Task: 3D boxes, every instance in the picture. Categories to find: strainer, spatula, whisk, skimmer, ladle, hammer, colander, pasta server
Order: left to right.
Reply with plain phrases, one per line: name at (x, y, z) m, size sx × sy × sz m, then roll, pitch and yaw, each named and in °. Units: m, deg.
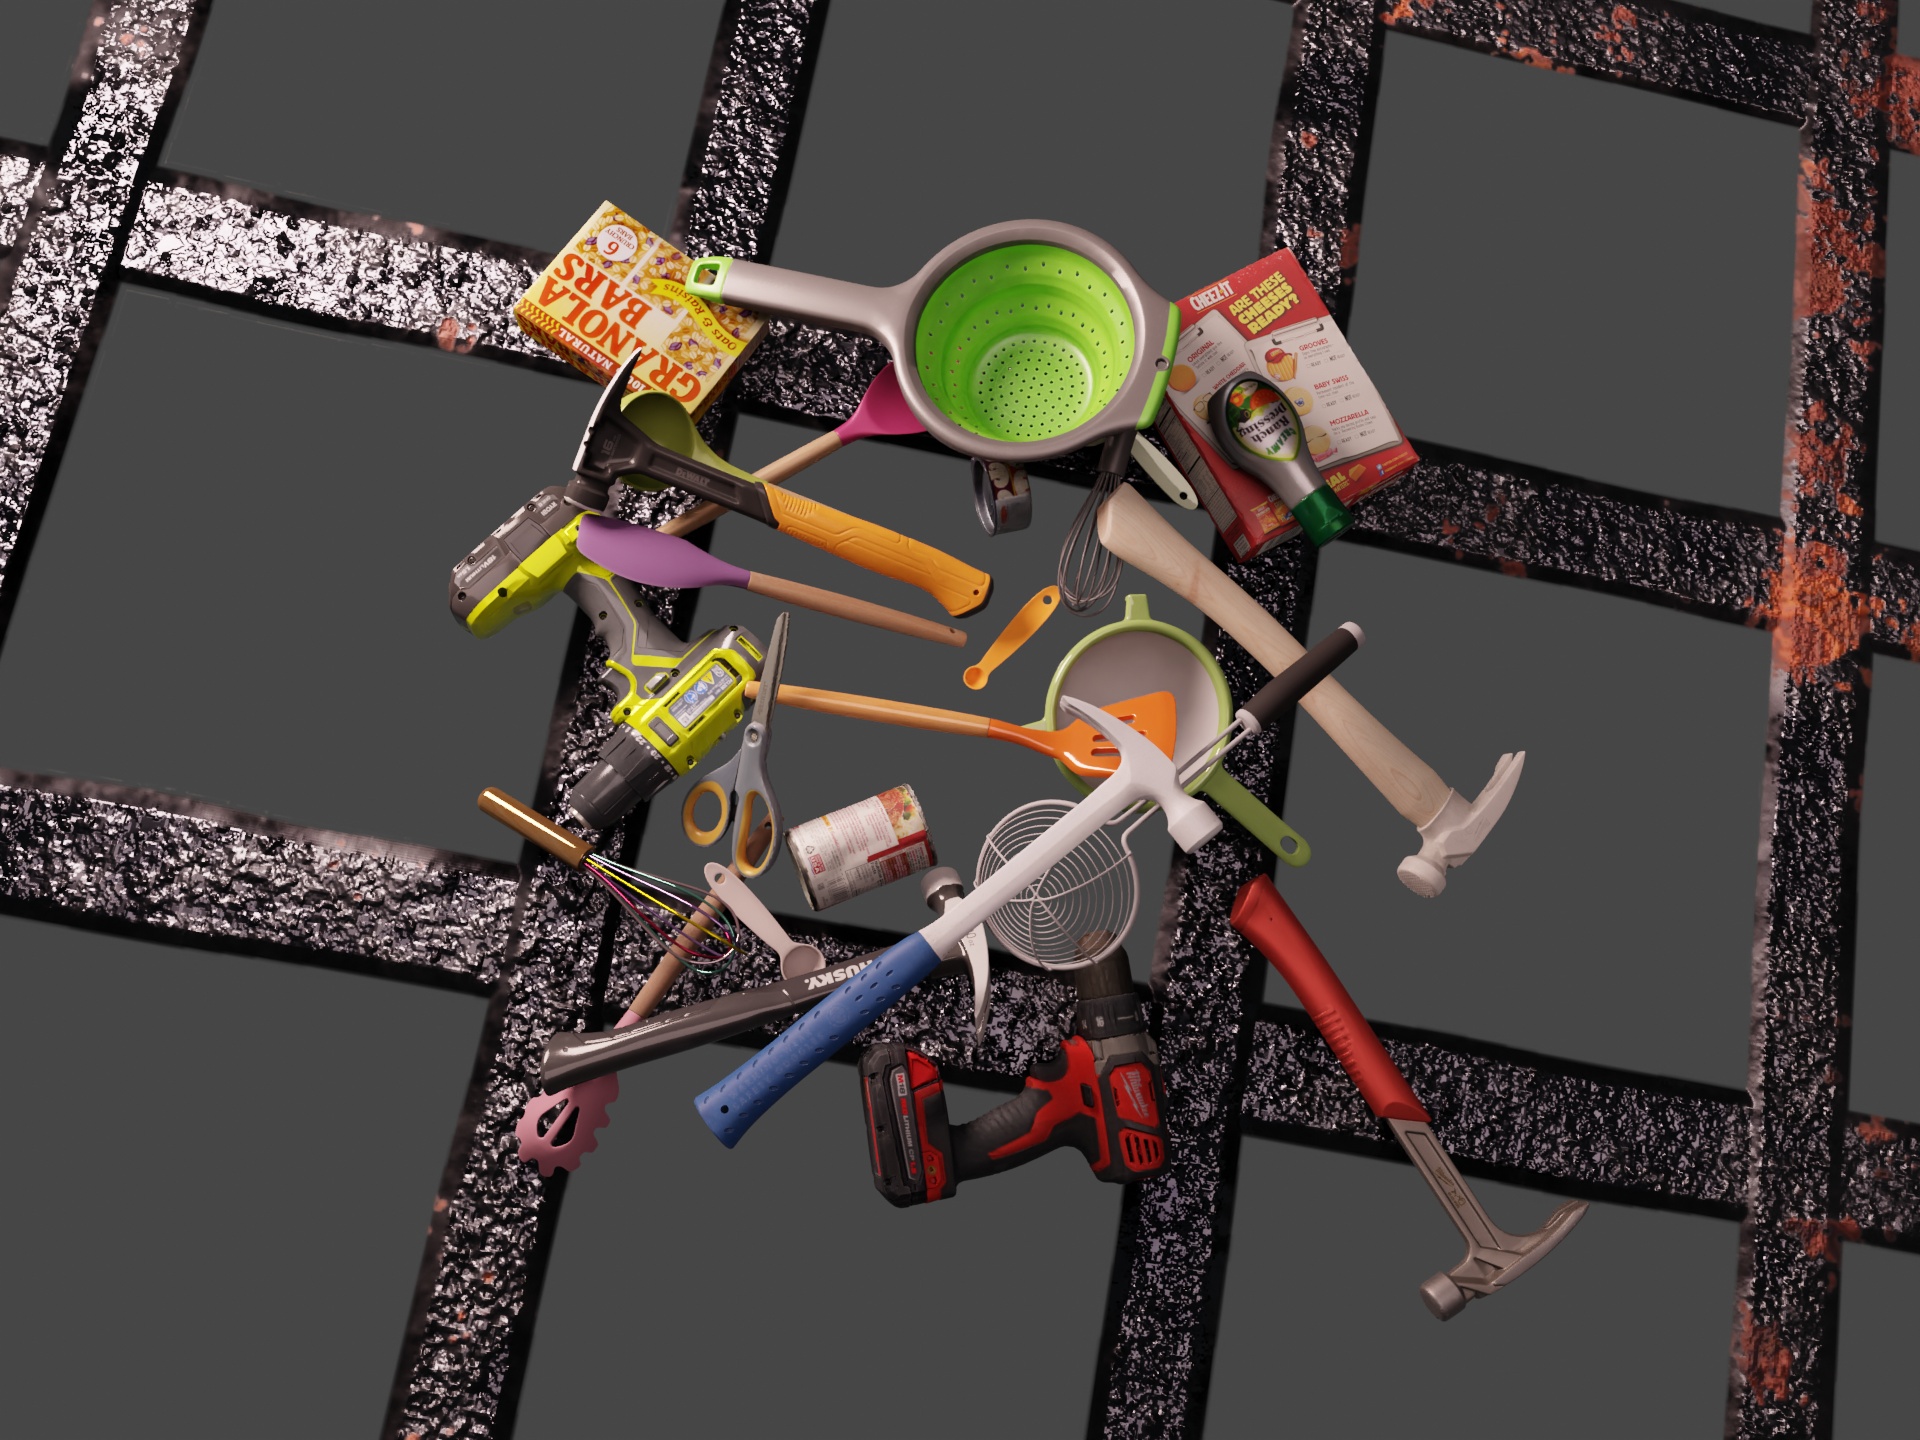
whisk at (-0.260, 0.116, 1.185) m, size 0.245 × 0.047 × 0.051 m, roll 28°, pitch 108°, yaw 15°
pasta server at (-0.228, 0.199, 1.199) m, size 0.060 × 0.040 × 0.316 m, roll 34°, pitch 72°, yaw 1°
hammer at (-0.137, 0.209, 1.153) m, size 0.334 × 0.035 × 0.146 m, roll -16°, pitch 44°, yaw -10°
spatula at (-0.140, -0.100, 1.234) m, size 0.315 × 0.018 × 0.060 m, roll 14°, pitch 47°, yaw -20°
ladle at (-0.129, -0.172, 1.258) m, size 0.320 × 0.062 × 0.078 m, roll 22°, pitch 90°, yaw -10°
hammer at (-0.124, -0.165, 1.228) m, size 0.336 × 0.034 × 0.127 m, roll 21°, pitch 97°, yaw -17°
colander at (-0.025, -0.303, 1.277) m, size 0.397 × 0.094 × 0.204 m, roll 14°, pitch 78°, yaw 10°
hammer at (-0.016, 0.146, 1.109) m, size 0.405 × 0.035 × 0.144 m, roll -38°, pitch 79°, yaw -7°
spatula at (-0.002, -0.004, 1.189) m, size 0.322 × 0.041 × 0.081 m, roll 9°, pitch 55°, yaw 2°
whisk at (0.125, -0.200, 1.285) m, size 0.055 × 0.055 × 0.239 m, roll 14°, pitch 94°, yaw -4°
strainer at (0.174, 0.030, 1.267) m, size 0.256 × 0.069 × 0.151 m, roll 40°, pitch 84°, yaw -10°
skimmer at (0.168, 0.046, 1.214) m, size 0.363 × 0.090 × 0.127 m, roll -38°, pitch 78°, yaw -18°
hammer at (0.275, -0.046, 1.273) m, size 0.410 × 0.038 × 0.146 m, roll 43°, pitch 75°, yaw -7°
hammer at (0.334, 0.274, 1.245) m, size 0.149 × 0.036 × 0.359 m, roll -31°, pitch 84°, yaw -12°

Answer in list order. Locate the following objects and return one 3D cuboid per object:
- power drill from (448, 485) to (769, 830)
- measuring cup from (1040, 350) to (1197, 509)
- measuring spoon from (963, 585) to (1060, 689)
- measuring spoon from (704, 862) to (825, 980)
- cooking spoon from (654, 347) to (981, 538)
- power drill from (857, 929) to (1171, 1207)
power drill at (-0.279, -0.047, 1.218) m, size 0.228 × 0.080 × 0.190 m, roll 45°, pitch 76°, yaw 1°
measuring cup at (0.135, -0.233, 1.328) m, size 0.083 × 0.038 × 0.167 m, roll -43°, pitch 88°, yaw -13°
measuring spoon at (0.043, -0.068, 1.297) m, size 0.021 × 0.011 × 0.117 m, roll 42°, pitch 73°, yaw 2°
measuring spoon at (-0.151, 0.155, 1.212) m, size 0.034 × 0.018 × 0.124 m, roll -44°, pitch 95°, yaw -15°
cooking spoon at (-0.122, -0.219, 1.302) m, size 0.319 × 0.017 × 0.069 m, roll -31°, pitch 86°, yaw -13°
power drill at (0.041, 0.263, 1.193) m, size 0.226 × 0.080 × 0.188 m, roll -7°, pitch 79°, yaw -11°
